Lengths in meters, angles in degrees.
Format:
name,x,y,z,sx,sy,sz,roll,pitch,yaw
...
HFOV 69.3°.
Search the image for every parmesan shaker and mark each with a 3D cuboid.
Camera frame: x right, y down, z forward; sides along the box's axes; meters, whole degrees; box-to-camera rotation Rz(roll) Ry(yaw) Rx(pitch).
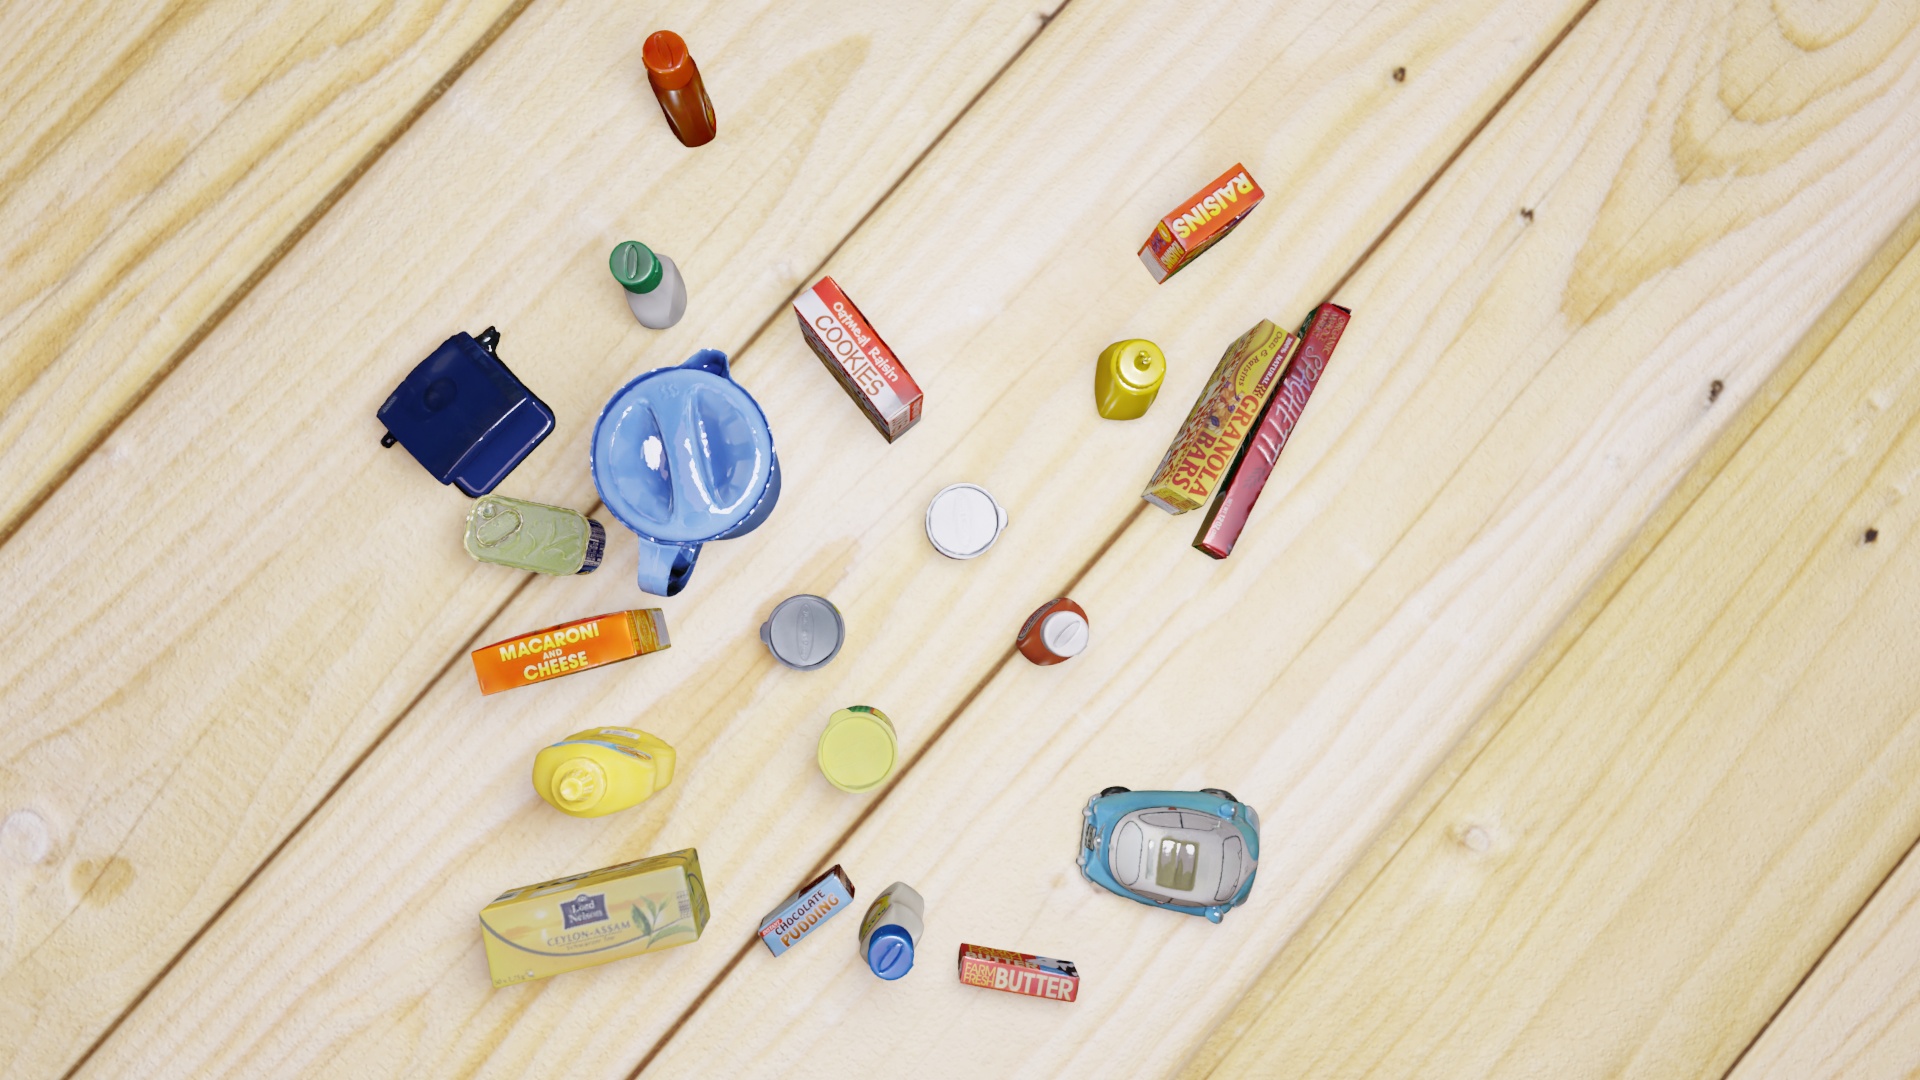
name,x,y,z,sx,sy,sz,roll,pitch,yaw
parmesan shaker,-0.087,0.173,1.183,0.071,0.103,0.071,0,87,-3

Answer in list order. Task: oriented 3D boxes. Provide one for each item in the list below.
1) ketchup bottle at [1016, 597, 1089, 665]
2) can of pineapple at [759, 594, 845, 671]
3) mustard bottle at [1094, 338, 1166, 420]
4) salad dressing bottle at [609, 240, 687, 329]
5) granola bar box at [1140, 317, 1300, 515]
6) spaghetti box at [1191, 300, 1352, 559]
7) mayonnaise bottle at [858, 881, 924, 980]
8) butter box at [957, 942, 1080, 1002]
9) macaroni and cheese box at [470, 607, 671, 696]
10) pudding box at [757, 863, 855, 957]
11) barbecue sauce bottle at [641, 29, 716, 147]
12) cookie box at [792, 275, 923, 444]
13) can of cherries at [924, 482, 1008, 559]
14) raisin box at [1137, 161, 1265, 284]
name,x,y,z,sx,sy,sz,roll,pitch,yaw
ketchup bottle,0.082,0.078,1.174,0.043,0.148,0.065,44,86,0
can of pineapple,-0.135,0.079,1.209,0.071,0.058,0.071,0,87,-3
mustard bottle,0.146,-0.141,1.184,0.049,0.160,0.065,-1,87,-3
salad dressing bottle,-0.264,-0.218,1.175,0.044,0.147,0.064,3,87,-2
granola bar box,0.223,-0.103,1.204,0.039,0.124,0.165,31,86,-1
spaghetti box,0.278,-0.099,1.243,0.029,0.050,0.250,28,86,-1
mayonnaise bottle,-0.058,0.327,1.153,0.041,0.148,0.065,38,86,0
butter box,0.049,0.374,1.203,0.103,0.053,0.024,10,87,-2
macaroni and cheese box,-0.316,0.089,1.145,0.124,0.166,0.040,-15,88,-3
pudding box,-0.132,0.319,1.199,0.084,0.049,0.030,-36,89,-4
barbecue sauce bottle,-0.241,-0.388,1.185,0.044,0.148,0.065,-20,88,-3
cookie box,-0.083,-0.148,1.170,0.040,0.167,0.123,-39,89,-4
can of cherries,0.004,-0.015,1.221,0.071,0.058,0.071,0,87,-3
raisin box,0.208,-0.274,1.213,0.086,0.123,0.040,-36,89,-4
